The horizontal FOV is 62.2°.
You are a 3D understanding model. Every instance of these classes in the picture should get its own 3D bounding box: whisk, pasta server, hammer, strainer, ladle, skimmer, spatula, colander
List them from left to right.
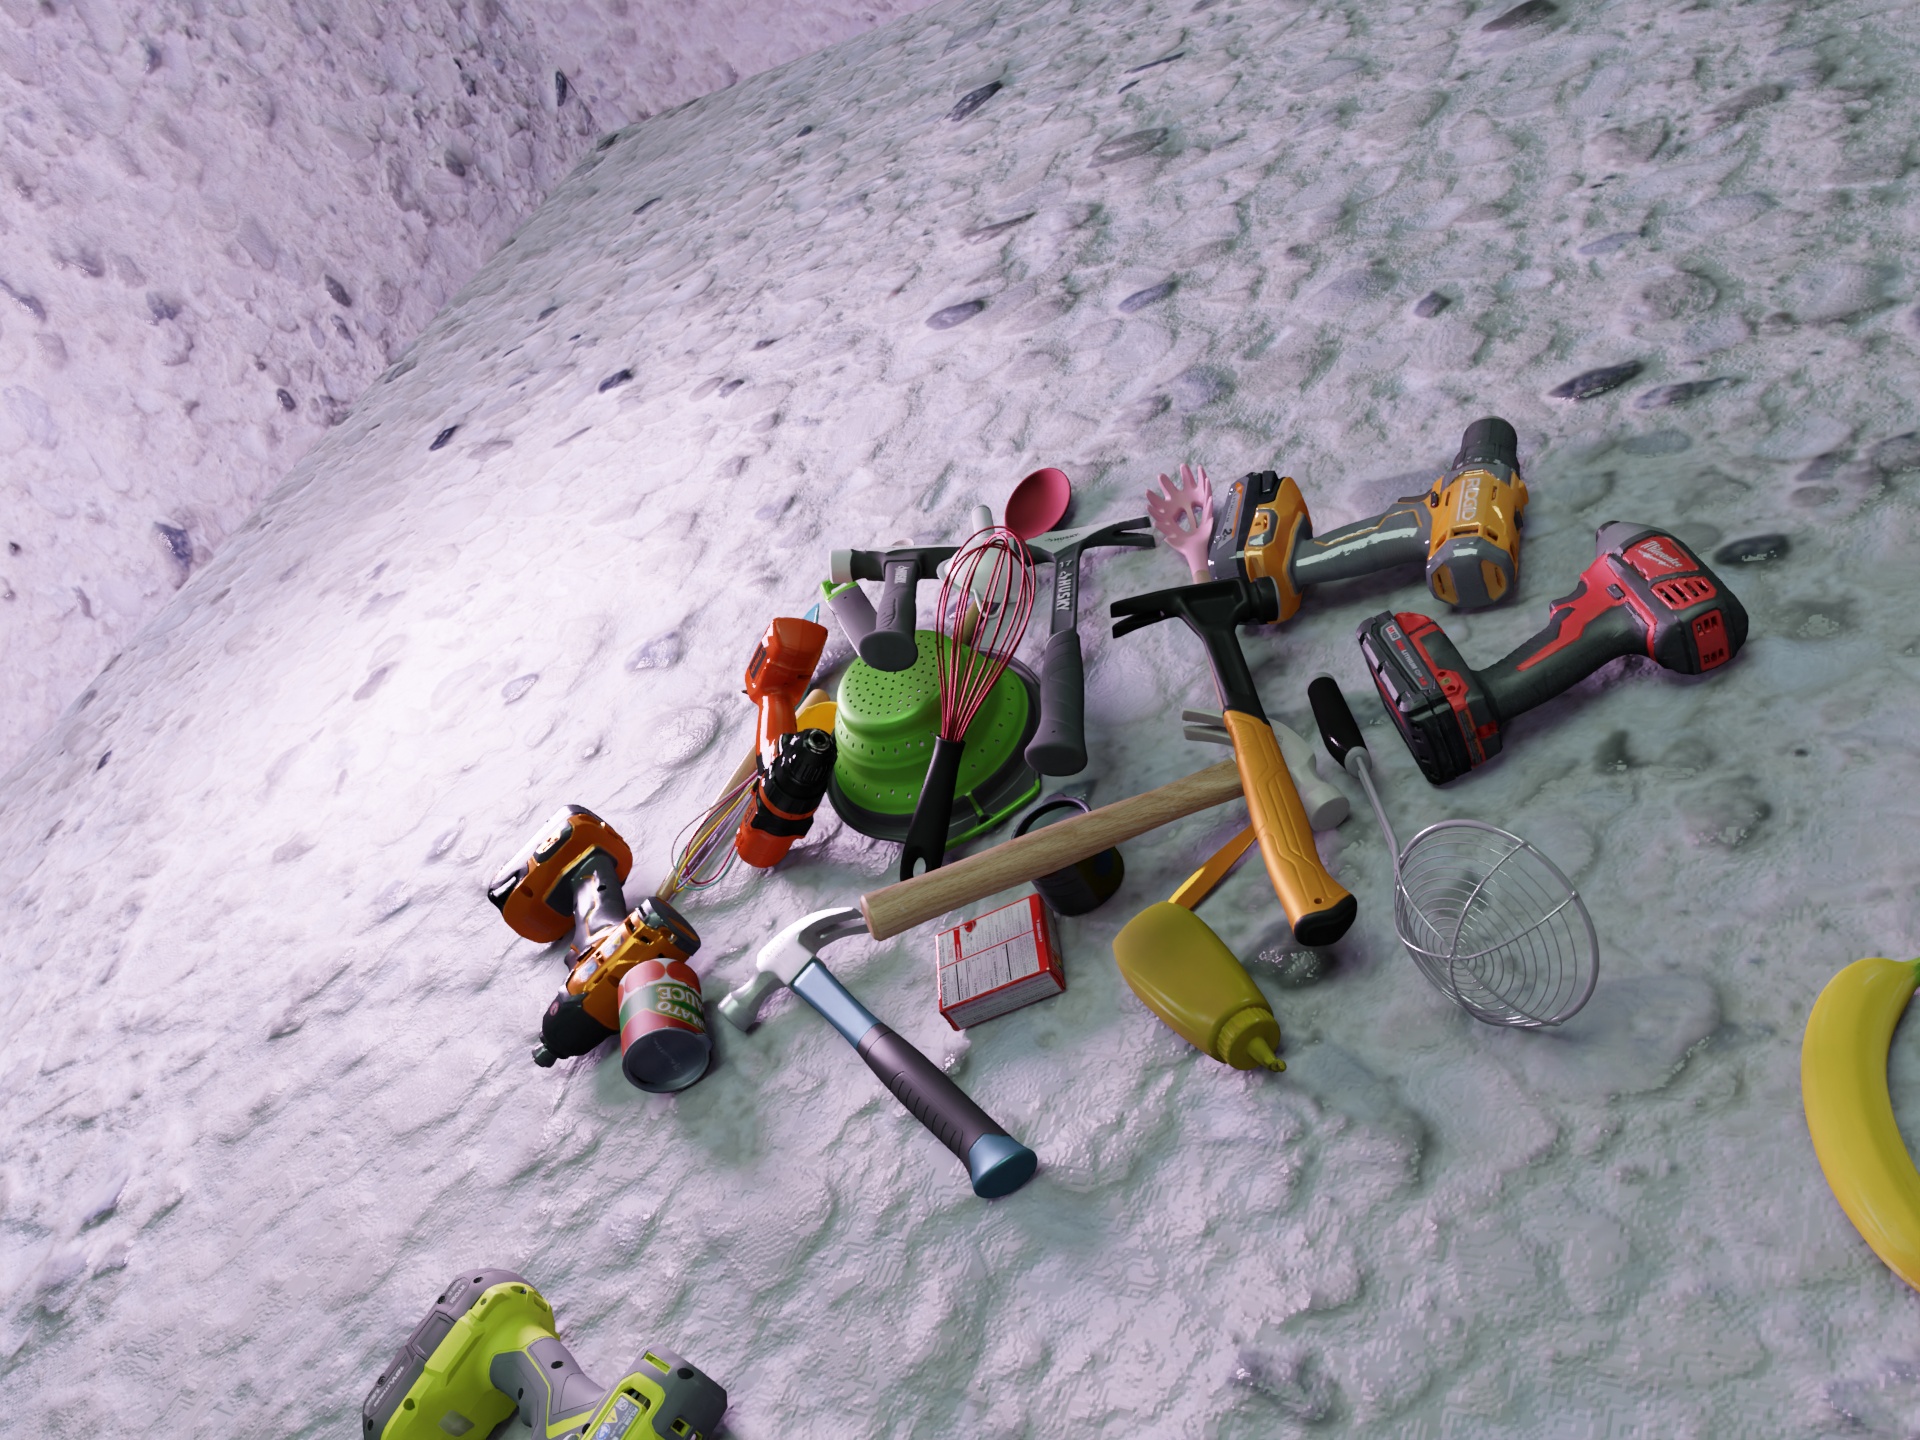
[{"bbox_3d":[-0.201,0.030,1.469,0.318,0.044,0.082,-60,12,-28],"label":"spatula"},{"bbox_3d":[-0.184,0.060,1.423,0.051,0.047,0.245,11,50,32],"label":"whisk"},{"bbox_3d":[-0.055,0.233,1.118,0.128,0.033,0.331,-49,38,-8],"label":"hammer"},{"bbox_3d":[-0.065,-0.052,1.372,0.204,0.094,0.398,-31,41,-2],"label":"colander"},{"bbox_3d":[-0.046,-0.100,1.328,0.146,0.035,0.335,-2,18,0],"label":"hammer"},{"bbox_3d":[-0.002,-0.004,1.214,0.073,0.073,0.296,26,105,51],"label":"whisk"},{"bbox_3d":[0.022,-0.153,1.380,0.087,0.050,0.259,8,22,-5],"label":"strainer"},{"bbox_3d":[0.024,-0.114,1.470,0.069,0.031,0.315,7,54,35],"label":"ladle"},{"bbox_3d":[0.087,-0.070,1.274,0.149,0.036,0.409,-12,27,11],"label":"hammer"},{"bbox_3d":[0.089,0.075,1.089,0.331,0.031,0.130,-20,43,-11],"label":"hammer"},{"bbox_3d":[0.199,-0.107,1.309,0.060,0.040,0.317,-23,38,18],"label":"pasta server"},{"bbox_3d":[0.193,0.018,1.083,0.127,0.034,0.337,-9,42,0],"label":"hammer"},{"bbox_3d":[0.296,0.055,1.012,0.090,0.127,0.364,-5,27,2],"label":"skimmer"}]

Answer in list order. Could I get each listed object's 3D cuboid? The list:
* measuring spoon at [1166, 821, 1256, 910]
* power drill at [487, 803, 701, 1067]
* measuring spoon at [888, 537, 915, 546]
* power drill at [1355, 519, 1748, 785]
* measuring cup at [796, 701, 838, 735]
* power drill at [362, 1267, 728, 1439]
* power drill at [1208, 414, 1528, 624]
[{"bbox_3d":[0.179,0.105,1.104,0.117,0.011,0.021,-43,37,-6],"label":"measuring spoon"},{"bbox_3d":[-0.326,0.185,1.357,0.164,0.084,0.227,-46,39,-2],"label":"power drill"},{"bbox_3d":[-0.031,-0.151,1.573,0.034,0.018,0.124,-45,43,-15],"label":"measuring spoon"},{"bbox_3d":[0.389,-0.057,1.066,0.219,0.078,0.143,-25,36,10],"label":"power drill"},{"bbox_3d":[-0.081,-0.013,1.443,0.156,0.029,0.062,-32,40,-11],"label":"measuring cup"},{"bbox_3d":[-0.275,0.460,1.000,0.229,0.080,0.191,10,54,42],"label":"power drill"},{"bbox_3d":[0.323,-0.159,1.236,0.226,0.084,0.185,-4,45,30],"label":"power drill"}]
